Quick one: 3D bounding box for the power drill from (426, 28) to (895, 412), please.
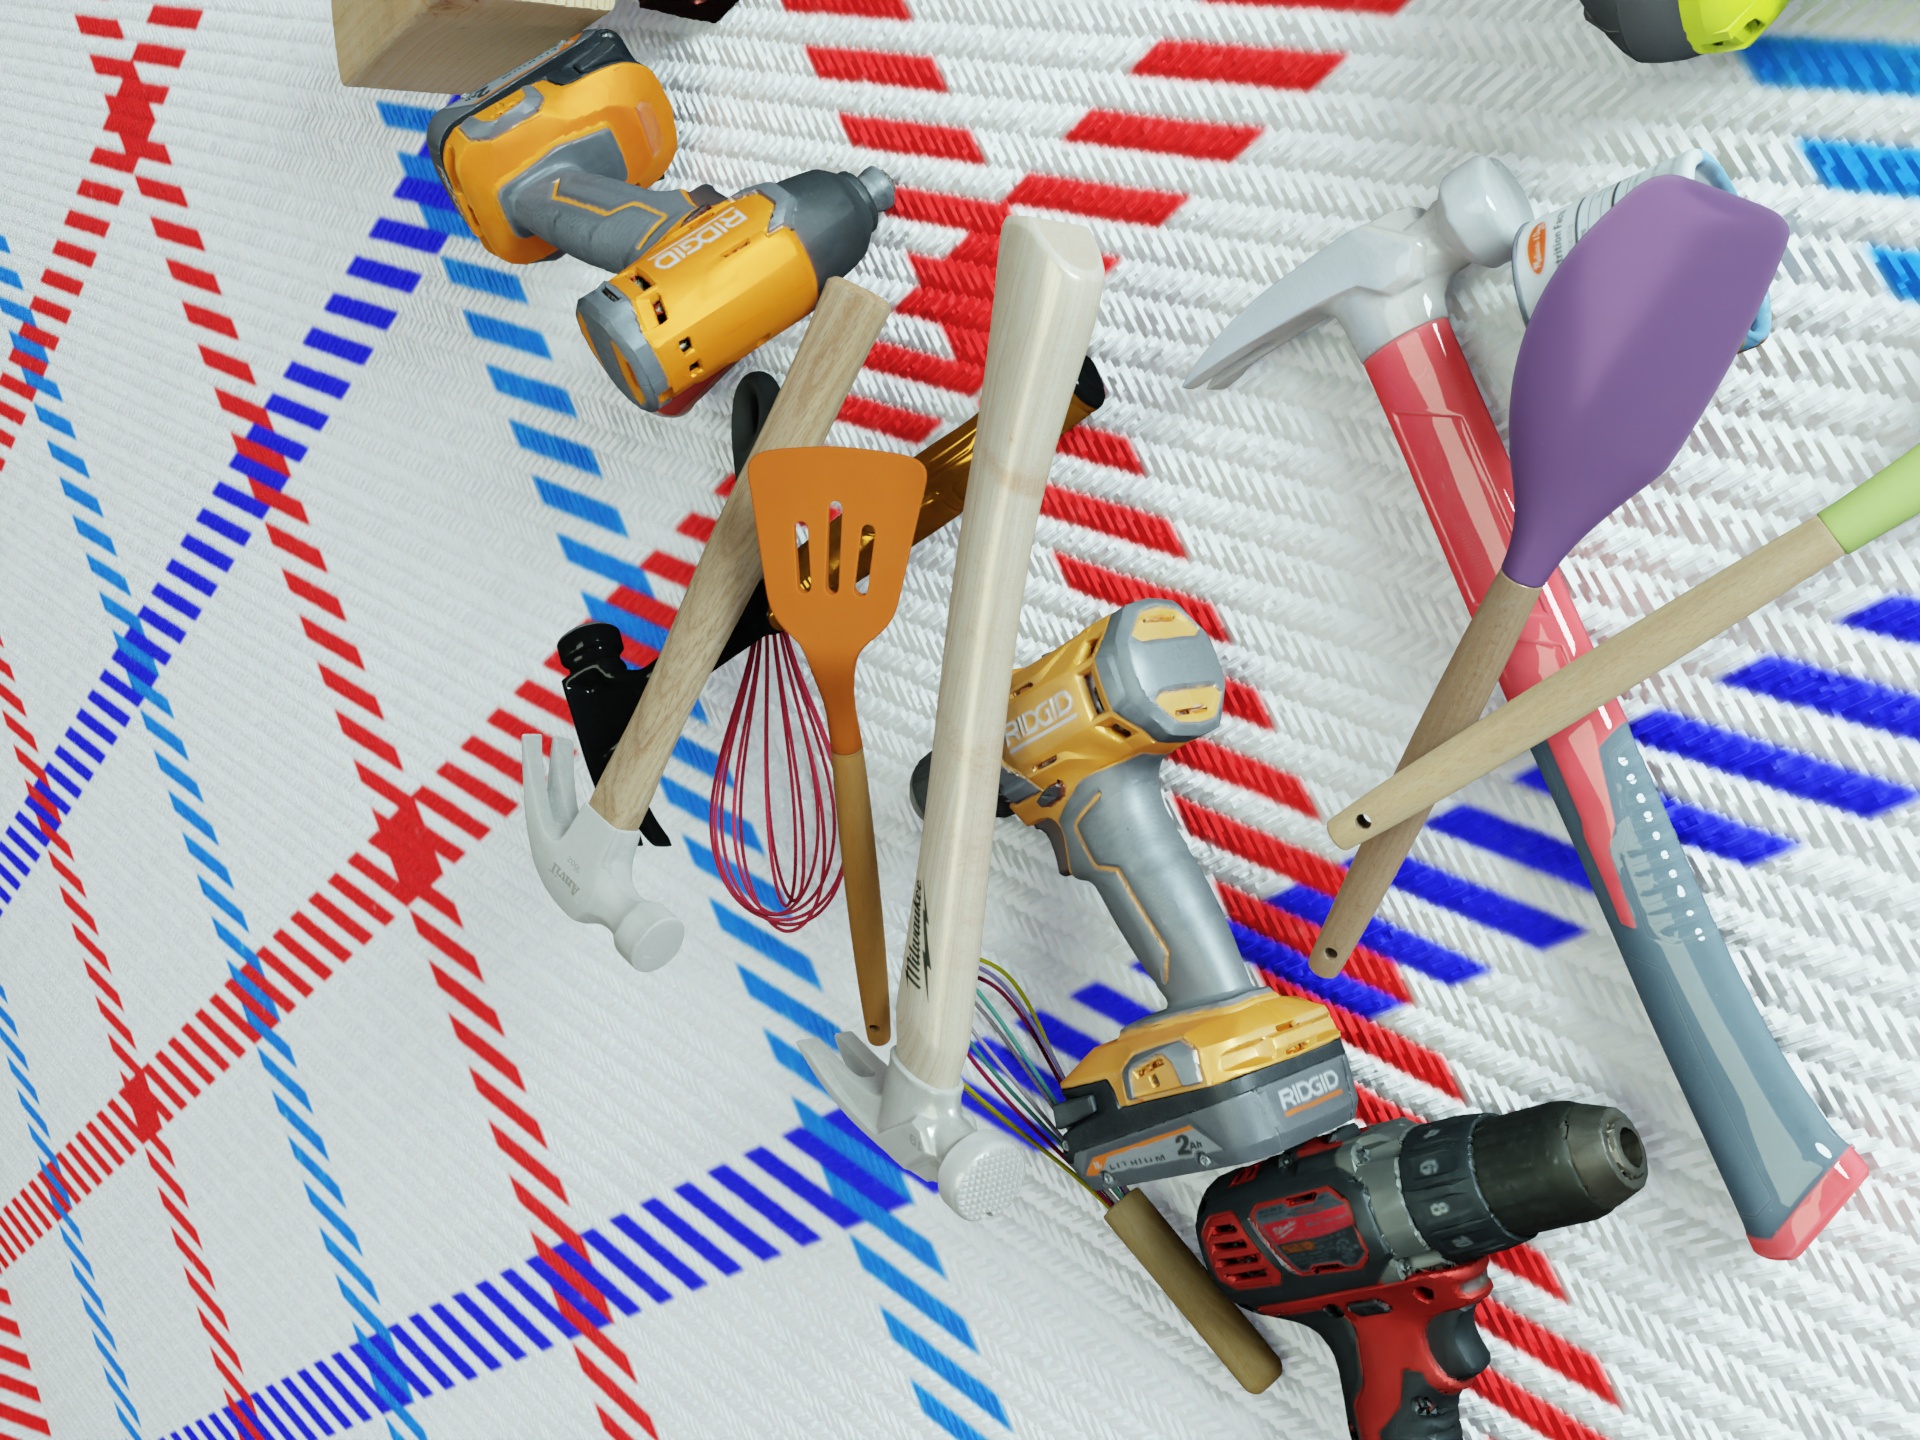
[{"bbox_3d":[-0.147,-0.257,0.787,0.227,0.164,0.084,44,162,33],"label":"power drill"}]

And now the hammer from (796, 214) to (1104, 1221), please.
[{"bbox_3d":[-0.001,-0.002,0.682,0.146,0.038,0.410,27,114,51],"label":"hammer"}]

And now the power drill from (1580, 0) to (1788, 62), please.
[{"bbox_3d":[0.294,-0.263,0.426,0.223,0.080,0.171,13,107,36],"label":"power drill"}]

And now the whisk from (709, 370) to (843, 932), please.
[{"bbox_3d":[-0.100,-0.036,0.836,0.073,0.073,0.296,-3,90,42],"label":"whisk"}]

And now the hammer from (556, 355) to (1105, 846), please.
[{"bbox_3d":[-0.067,-0.065,0.762,0.337,0.034,0.127,-33,66,28],"label":"hammer"}]

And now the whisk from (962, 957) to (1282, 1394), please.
[{"bbox_3d":[0.063,0.205,0.744,0.245,0.047,0.051,48,138,19],"label":"whisk"}]

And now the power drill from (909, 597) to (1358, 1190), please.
[{"bbox_3d":[0.061,0.082,0.696,0.185,0.084,0.226,-31,73,48],"label":"power drill"}]

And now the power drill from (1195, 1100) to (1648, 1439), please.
[{"bbox_3d":[0.204,0.260,0.605,0.188,0.080,0.227,-31,74,40],"label":"power drill"}]

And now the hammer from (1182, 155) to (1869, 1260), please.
[{"bbox_3d":[0.207,0.004,0.577,0.143,0.038,0.386,-28,79,43],"label":"hammer"}]

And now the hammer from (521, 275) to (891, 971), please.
[{"bbox_3d":[-0.121,-0.054,0.759,0.130,0.031,0.331,34,102,34],"label":"hammer"}]

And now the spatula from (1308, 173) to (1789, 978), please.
[{"bbox_3d":[0.180,-0.029,0.547,0.060,0.018,0.315,27,125,17],"label":"spatula"}]

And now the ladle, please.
[{"bbox_3d":[0.242,-0.041,0.488,0.320,0.062,0.078,-37,81,28],"label":"ladle"}]

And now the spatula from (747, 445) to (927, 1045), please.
[{"bbox_3d":[-0.049,0.028,0.757,0.081,0.041,0.322,4,123,11],"label":"spatula"}]
